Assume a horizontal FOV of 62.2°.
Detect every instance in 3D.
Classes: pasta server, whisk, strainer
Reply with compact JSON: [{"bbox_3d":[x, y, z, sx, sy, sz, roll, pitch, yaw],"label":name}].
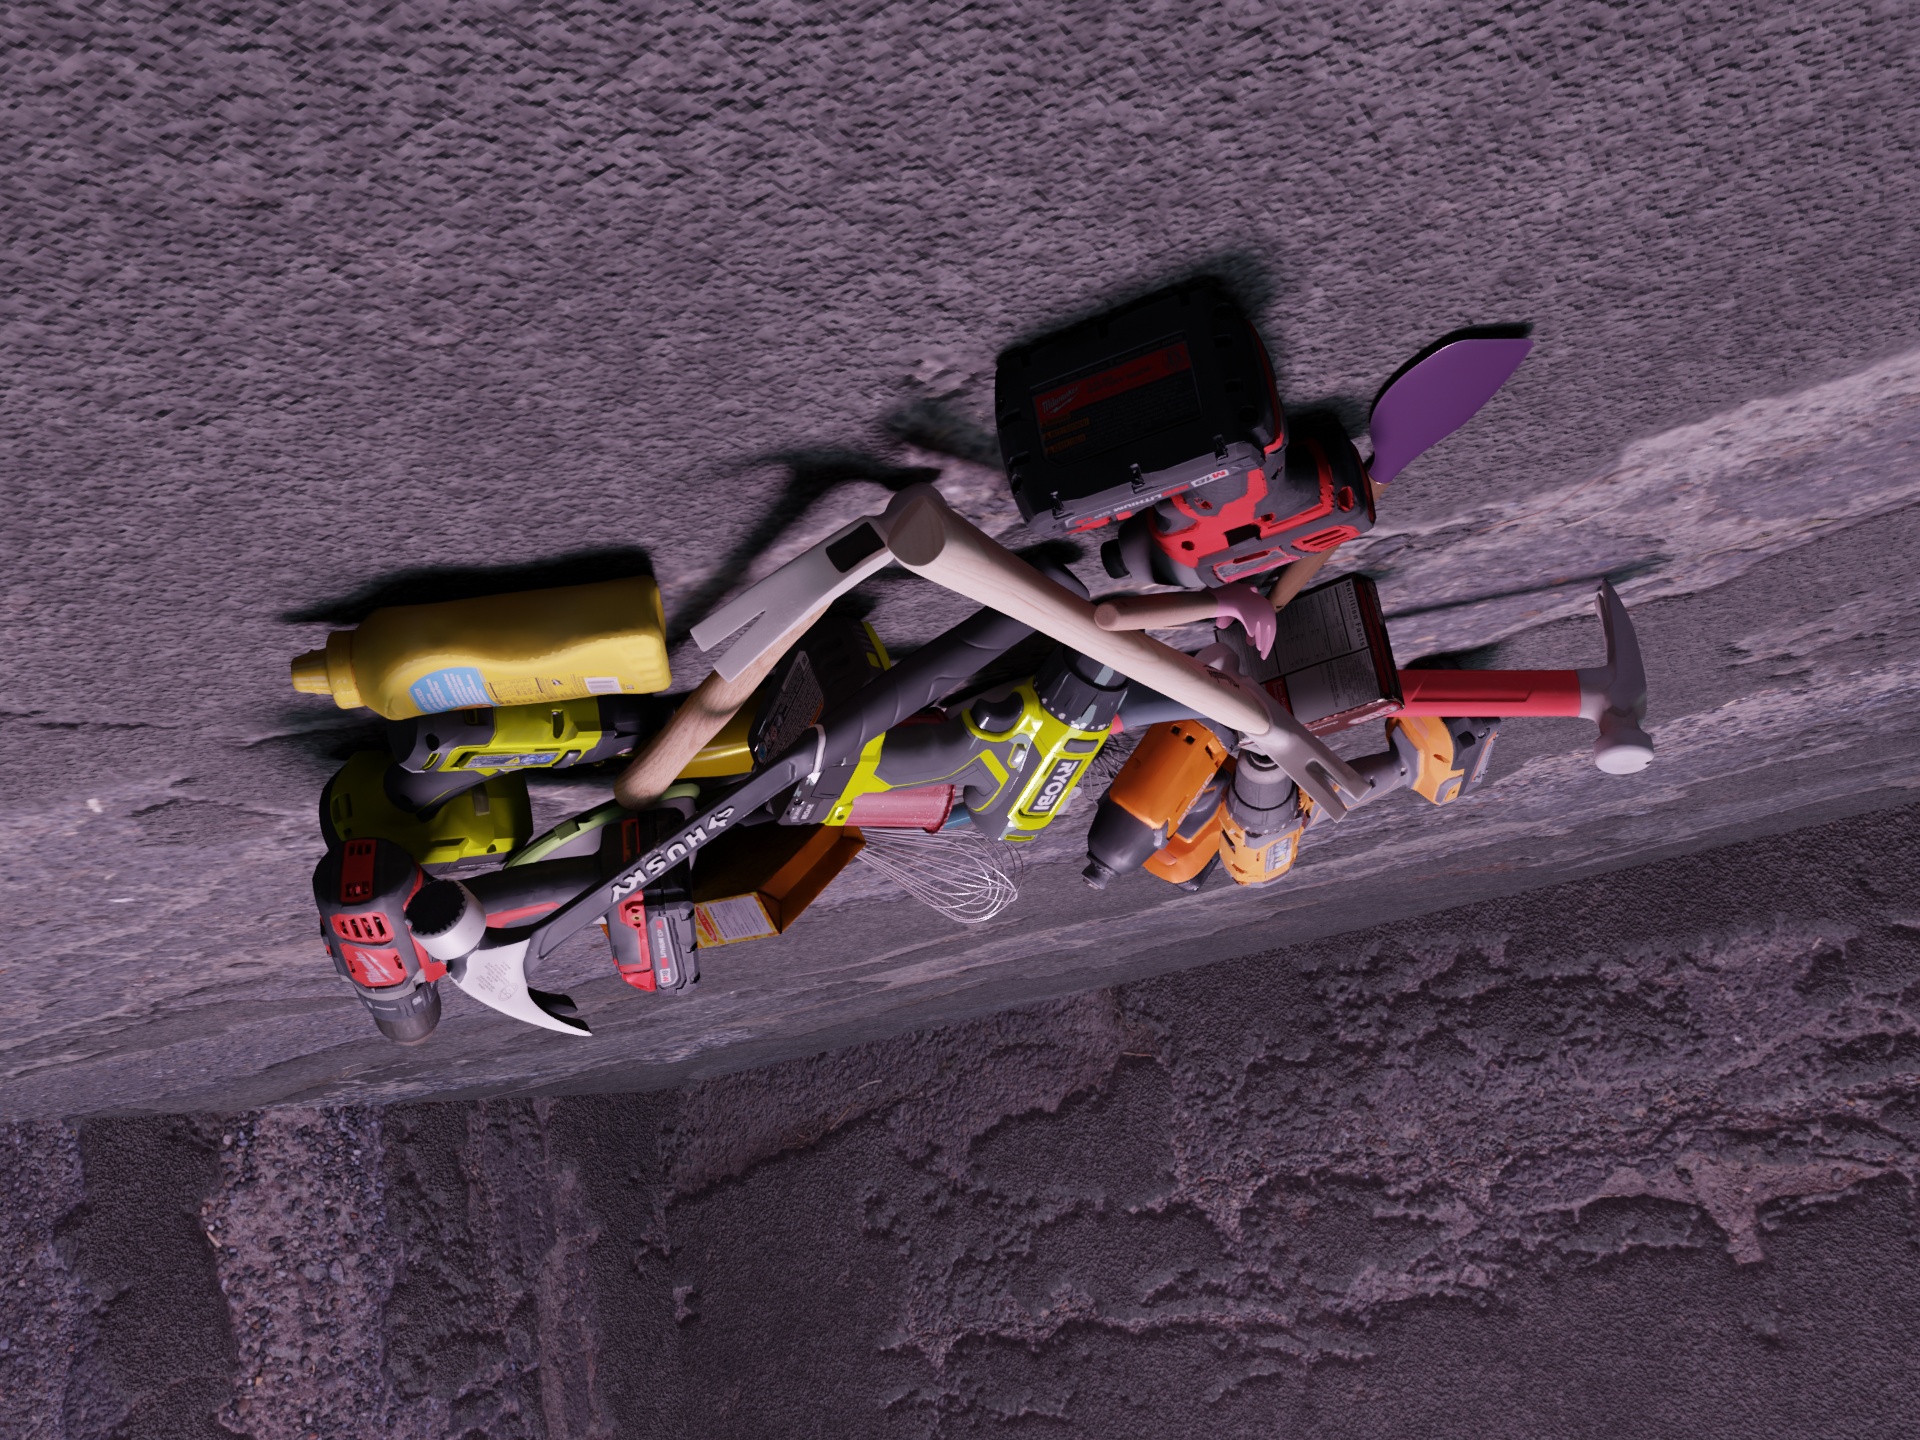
[{"bbox_3d":[0.126,-0.057,0.885,0.040,0.060,0.316,-63,163,16],"label":"pasta server"},{"bbox_3d":[0.100,0.021,1.268,0.055,0.055,0.238,-13,159,12],"label":"whisk"},{"bbox_3d":[-0.204,0.091,1.158,0.256,0.069,0.151,-19,167,-42],"label":"strainer"},{"bbox_3d":[-0.075,0.092,1.221,0.285,0.070,0.070,14,178,32],"label":"whisk"}]

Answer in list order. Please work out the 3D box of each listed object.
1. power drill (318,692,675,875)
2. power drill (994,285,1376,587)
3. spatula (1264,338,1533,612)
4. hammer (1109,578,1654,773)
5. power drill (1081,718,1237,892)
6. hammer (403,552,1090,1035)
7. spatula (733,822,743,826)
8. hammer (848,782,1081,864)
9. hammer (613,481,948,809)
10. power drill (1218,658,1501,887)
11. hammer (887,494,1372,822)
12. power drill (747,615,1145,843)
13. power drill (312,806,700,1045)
[{"bbox_3d":[-0.297,0.029,1.006,0.171,0.080,0.223,-2,160,-40],"label":"power drill"},{"bbox_3d":[0.106,-0.115,0.759,0.143,0.079,0.219,-16,165,23],"label":"power drill"},{"bbox_3d":[0.221,-0.126,0.883,0.059,0.018,0.315,-4,162,-9],"label":"spatula"},{"bbox_3d":[0.281,-0.032,1.132,0.386,0.143,0.038,0,150,7],"label":"hammer"},{"bbox_3d":[0.170,0.078,1.308,0.164,0.084,0.226,-55,159,0],"label":"power drill"},{"bbox_3d":[-0.095,0.031,0.883,0.409,0.036,0.149,-35,143,-11],"label":"hammer"},{"bbox_3d":[-0.256,0.130,1.370,0.082,0.044,0.317,11,149,-15],"label":"spatula"},{"bbox_3d":[-0.053,0.097,1.362,0.331,0.033,0.128,-17,165,-9],"label":"hammer"},{"bbox_3d":[-0.128,-0.019,0.876,0.130,0.031,0.331,-35,178,-38],"label":"hammer"},{"bbox_3d":[0.307,0.035,1.254,0.226,0.084,0.185,-25,149,-6],"label":"power drill"},{"bbox_3d":[0.100,-0.033,0.875,0.038,0.146,0.410,-51,146,13],"label":"hammer"},{"bbox_3d":[-0.002,-0.003,1.011,0.228,0.080,0.190,3,133,-33],"label":"power drill"},{"bbox_3d":[-0.285,0.141,1.023,0.226,0.080,0.187,-5,139,-10],"label":"power drill"}]
